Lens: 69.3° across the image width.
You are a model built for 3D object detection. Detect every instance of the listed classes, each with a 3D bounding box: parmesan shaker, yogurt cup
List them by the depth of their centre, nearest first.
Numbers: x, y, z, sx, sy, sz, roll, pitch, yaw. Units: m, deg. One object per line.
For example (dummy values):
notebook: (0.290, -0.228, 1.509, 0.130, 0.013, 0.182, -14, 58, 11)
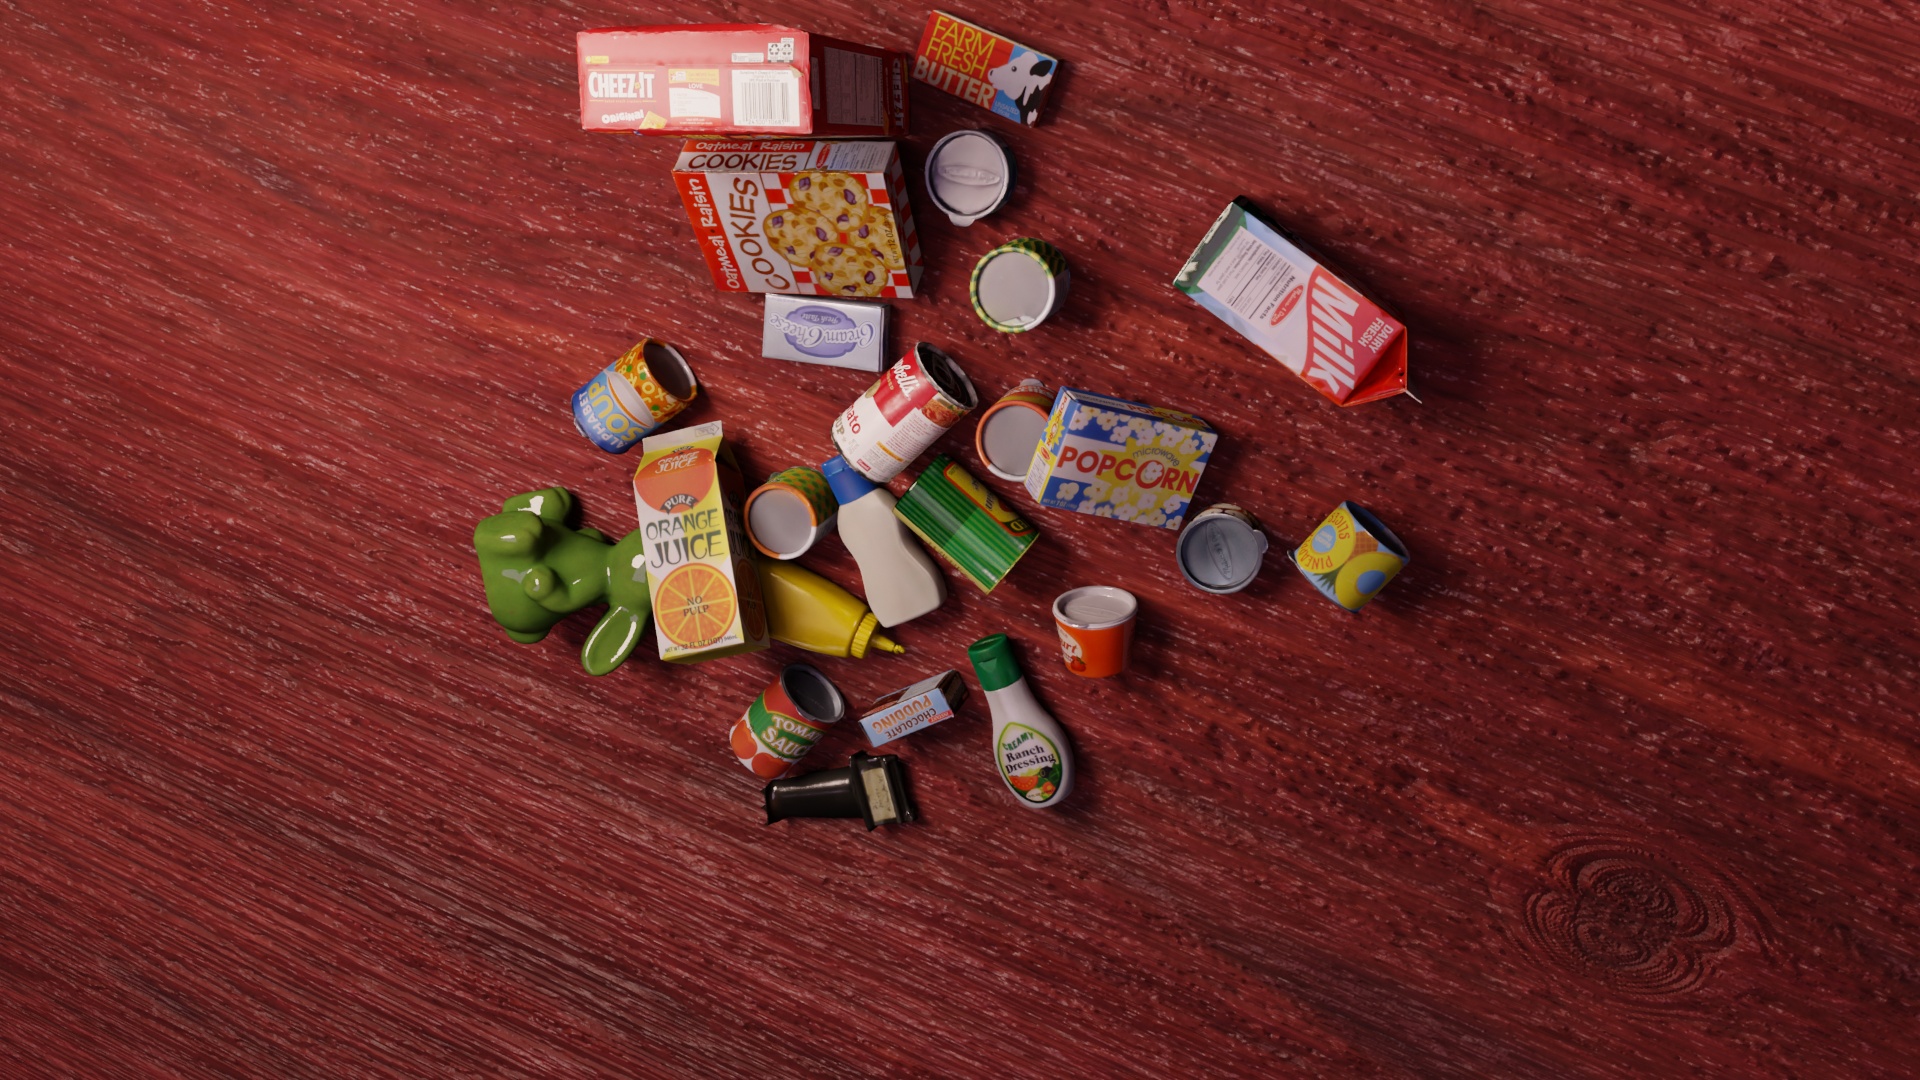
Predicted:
parmesan shaker: (0.004, -0.014, 1.115, 0.103, 0.071, 0.071, 41, 113, 1)
yogurt cup: (0.110, 0.074, 1.118, 0.072, 0.073, 0.053, 2, 116, 15)

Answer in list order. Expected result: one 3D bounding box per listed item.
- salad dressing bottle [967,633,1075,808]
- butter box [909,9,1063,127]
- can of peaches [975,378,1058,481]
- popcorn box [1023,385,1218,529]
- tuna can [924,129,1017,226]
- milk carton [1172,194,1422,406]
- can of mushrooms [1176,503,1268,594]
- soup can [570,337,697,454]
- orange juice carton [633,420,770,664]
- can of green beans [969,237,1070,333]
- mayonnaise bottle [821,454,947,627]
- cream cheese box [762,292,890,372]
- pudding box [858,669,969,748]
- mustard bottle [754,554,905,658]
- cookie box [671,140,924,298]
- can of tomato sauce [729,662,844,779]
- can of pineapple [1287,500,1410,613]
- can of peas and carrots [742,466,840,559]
salad dressing bottle: (0.049, 0.151, 1.169, 0.064, 0.044, 0.147, -19, 101, 19)
butter box: (0.019, -0.350, 1.031, 0.103, 0.024, 0.053, 25, 111, 7)
can of peaches: (0.050, -0.086, 1.087, 0.071, 0.058, 0.071, 5, 109, 15)
popcorn box: (0.121, -0.061, 1.051, 0.127, 0.038, 0.085, 10, 113, -24)
tuna can: (0.008, -0.275, 1.053, 0.071, 0.033, 0.070, 5, 108, 15)
milk carton: (0.253, -0.162, 0.998, 0.190, 0.072, 0.073, 37, 113, 3)
can of mushrooms: (0.206, 0.006, 1.085, 0.071, 0.033, 0.070, 5, 108, 15)
soup can: (-0.273, -0.120, 1.161, 0.083, 0.071, 0.071, -32, 96, 22)
orange juice carton: (-0.215, 0.000, 1.142, 0.072, 0.073, 0.193, -12, 81, 8)
can of green beans: (0.045, -0.194, 1.054, 0.071, 0.058, 0.071, 5, 108, 15)
mayonnaise bottle: (-0.068, -0.004, 1.156, 0.064, 0.041, 0.148, -22, 99, 19)
cream cheese box: (-0.109, -0.170, 1.124, 0.104, 0.024, 0.053, 9, 110, 13)
pudding box: (-0.040, 0.143, 1.189, 0.083, 0.050, 0.030, -24, 98, 21)
mustard bottle: (-0.120, 0.065, 1.188, 0.160, 0.049, 0.065, 23, 104, 7)
cookie box: (-0.122, -0.244, 1.062, 0.167, 0.040, 0.122, 5, 144, 14)
can of tomato sauce: (-0.153, 0.160, 1.216, 0.071, 0.071, 0.082, 42, 114, 0)
can of pineapple: (0.292, 0.011, 1.043, 0.071, 0.071, 0.057, 40, 112, 1)
can of peas and carrots: (-0.143, -0.025, 1.161, 0.071, 0.059, 0.070, 4, 108, 14)
